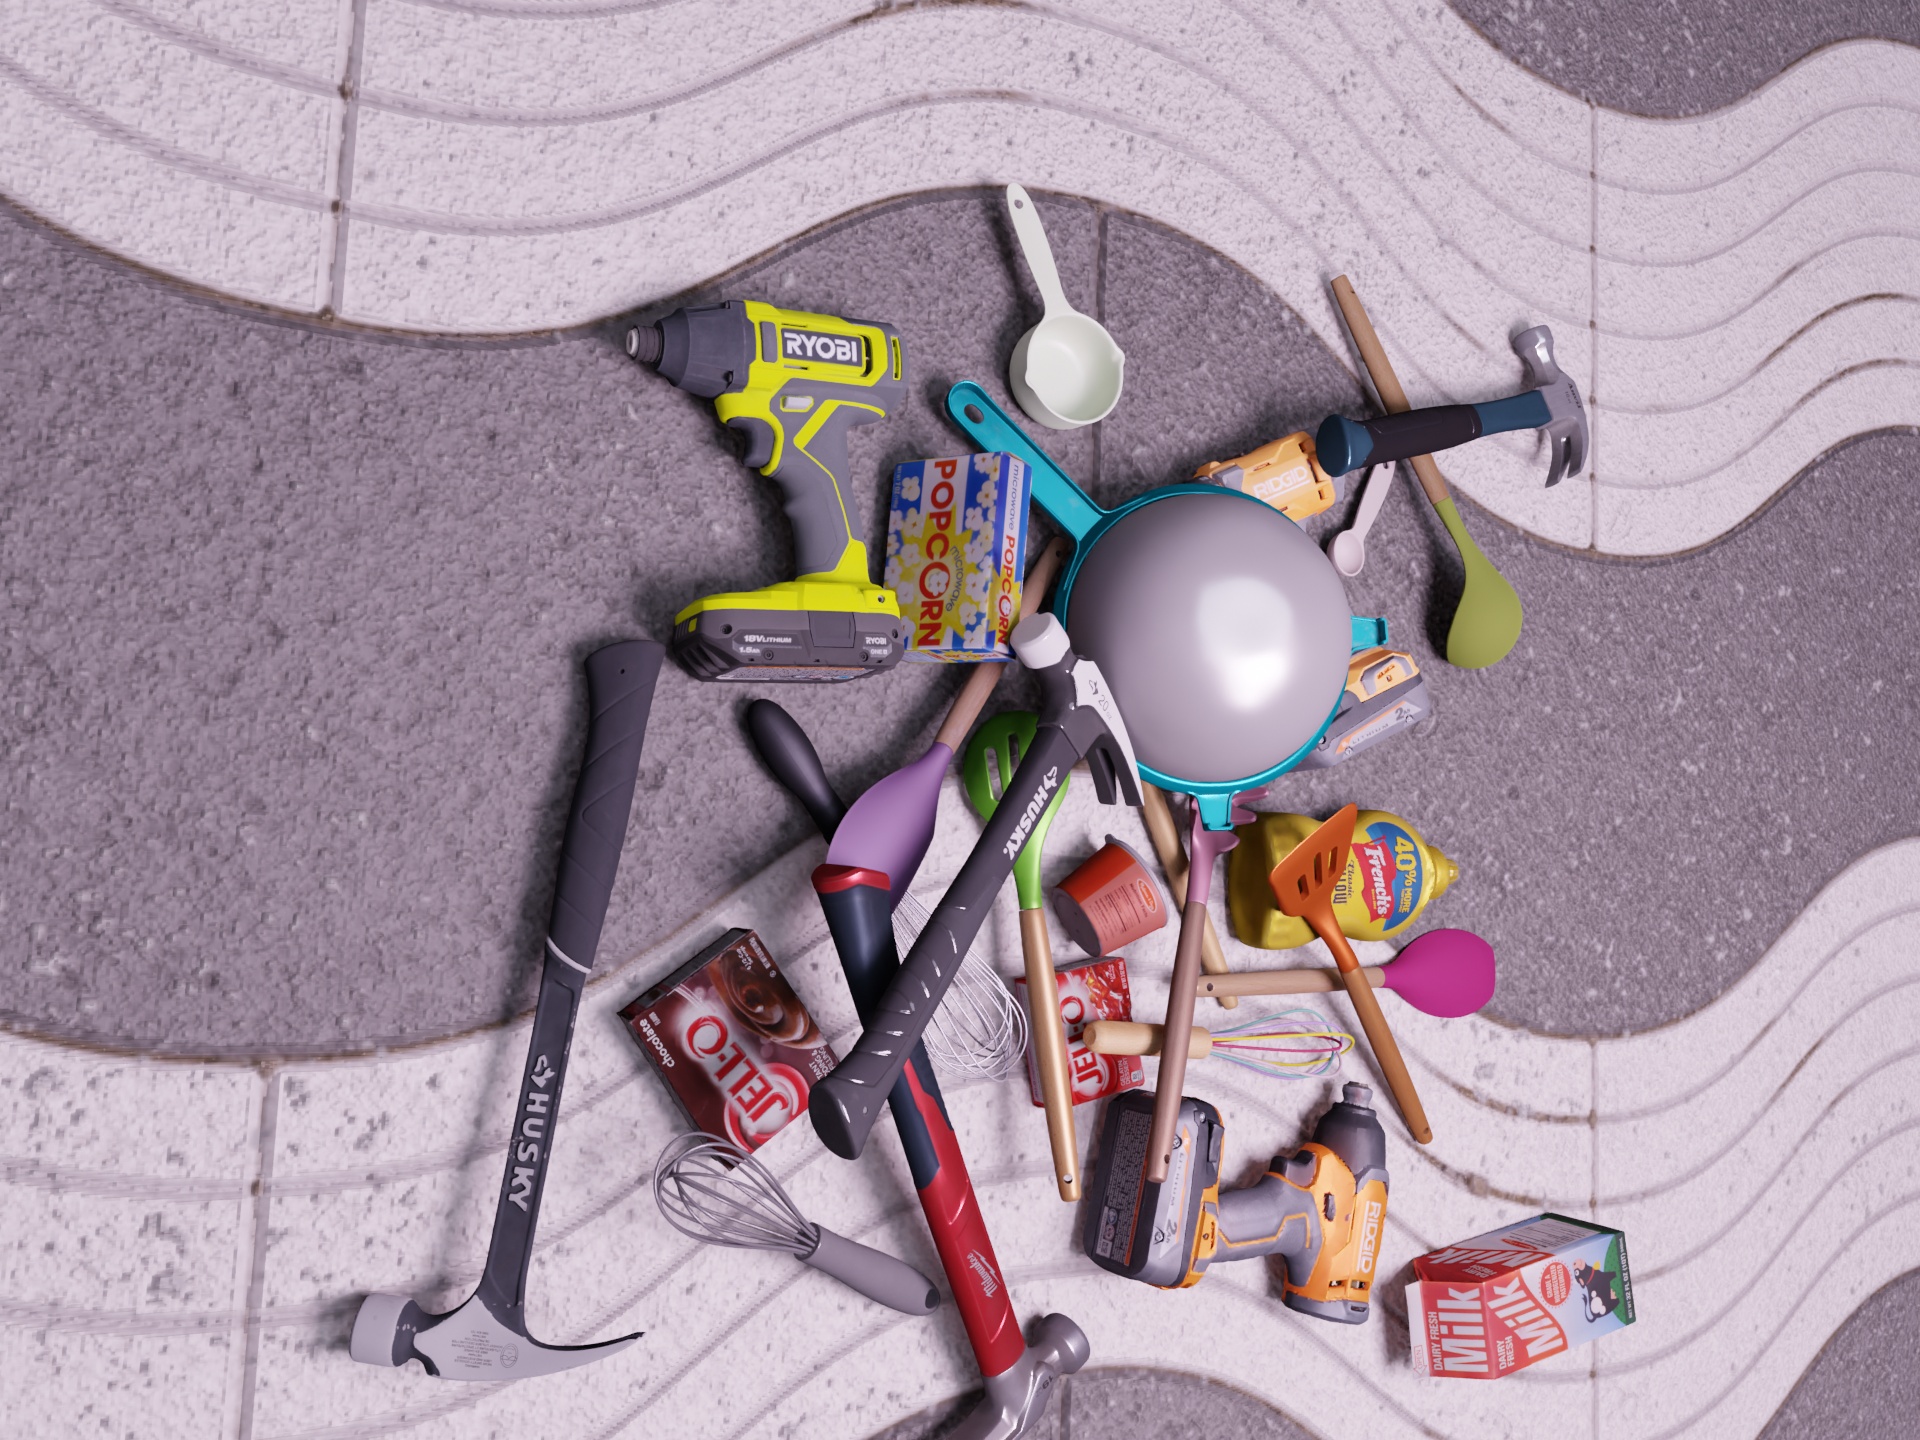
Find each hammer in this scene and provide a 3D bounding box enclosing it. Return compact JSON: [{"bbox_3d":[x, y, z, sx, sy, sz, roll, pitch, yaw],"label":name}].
[{"bbox_3d":[-0.026,0.266,0.939,0.143,0.038,0.386,-31,111,-39],"label":"hammer"},{"bbox_3d":[-0.216,0.150,0.879,0.149,0.036,0.409,9,76,1],"label":"hammer"},{"bbox_3d":[0.376,-0.225,1.201,0.331,0.033,0.128,-17,83,-39],"label":"hammer"},{"bbox_3d":[0.010,0.104,0.925,0.146,0.035,0.335,55,52,-34],"label":"hammer"}]

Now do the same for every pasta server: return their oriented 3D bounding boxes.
[{"bbox_3d":[0.157,0.146,1.049,0.060,0.040,0.316,31,57,-30],"label":"pasta server"}]

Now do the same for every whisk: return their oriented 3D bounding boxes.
[{"bbox_3d":[-0.088,0.302,0.930,0.238,0.055,0.055,41,68,-36],"label":"whisk"},{"bbox_3d":[-0.048,0.107,0.983,0.070,0.070,0.284,-37,99,-25],"label":"whisk"},{"bbox_3d":[0.181,0.218,1.083,0.244,0.047,0.051,12,78,-36],"label":"whisk"}]

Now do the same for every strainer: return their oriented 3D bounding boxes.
[{"bbox_3d":[0.125,-0.103,1.019,0.340,0.095,0.211,44,77,-6],"label":"strainer"}]

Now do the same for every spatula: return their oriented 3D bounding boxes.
[{"bbox_3d":[-0.002,-0.003,1.006,0.059,0.018,0.316,42,58,-20],"label":"spatula"},{"bbox_3d":[0.286,0.193,1.118,0.081,0.041,0.322,-37,119,-16],"label":"spatula"}]

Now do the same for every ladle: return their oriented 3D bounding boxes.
[{"bbox_3d":[0.348,-0.189,1.223,0.078,0.062,0.320,-29,95,-41],"label":"ladle"},{"bbox_3d":[0.135,0.057,1.099,0.069,0.031,0.315,-27,100,-30],"label":"ladle"}]

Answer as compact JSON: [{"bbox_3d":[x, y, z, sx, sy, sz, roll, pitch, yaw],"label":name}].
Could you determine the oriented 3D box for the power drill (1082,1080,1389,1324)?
[{"bbox_3d":[0.202,0.315,1.086,0.226,0.084,0.164,19,77,-30],"label":"power drill"}]

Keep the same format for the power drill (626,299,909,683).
[{"bbox_3d":[-0.113,-0.138,0.957,0.171,0.080,0.223,0,82,-29],"label":"power drill"}]

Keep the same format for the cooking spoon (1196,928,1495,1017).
[{"bbox_3d":[0.288,0.190,1.166,0.318,0.017,0.069,3,84,-32],"label":"cooking spoon"}]

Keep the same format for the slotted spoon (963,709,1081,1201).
[{"bbox_3d":[0.051,0.146,1.016,0.070,0.031,0.314,-8,82,4],"label":"slotted spoon"}]

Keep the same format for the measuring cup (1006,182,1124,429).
[{"bbox_3d":[0.055,-0.277,1.077,0.083,0.038,0.167,-21,94,-28],"label":"measuring cup"}]

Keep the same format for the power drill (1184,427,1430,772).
[{"bbox_3d":[0.218,-0.077,1.125,0.185,0.084,0.226,-24,93,-24],"label":"power drill"}]

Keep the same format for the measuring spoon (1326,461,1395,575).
[{"bbox_3d":[0.306,-0.160,1.216,0.034,0.018,0.124,42,62,-27],"label":"measuring spoon"}]
